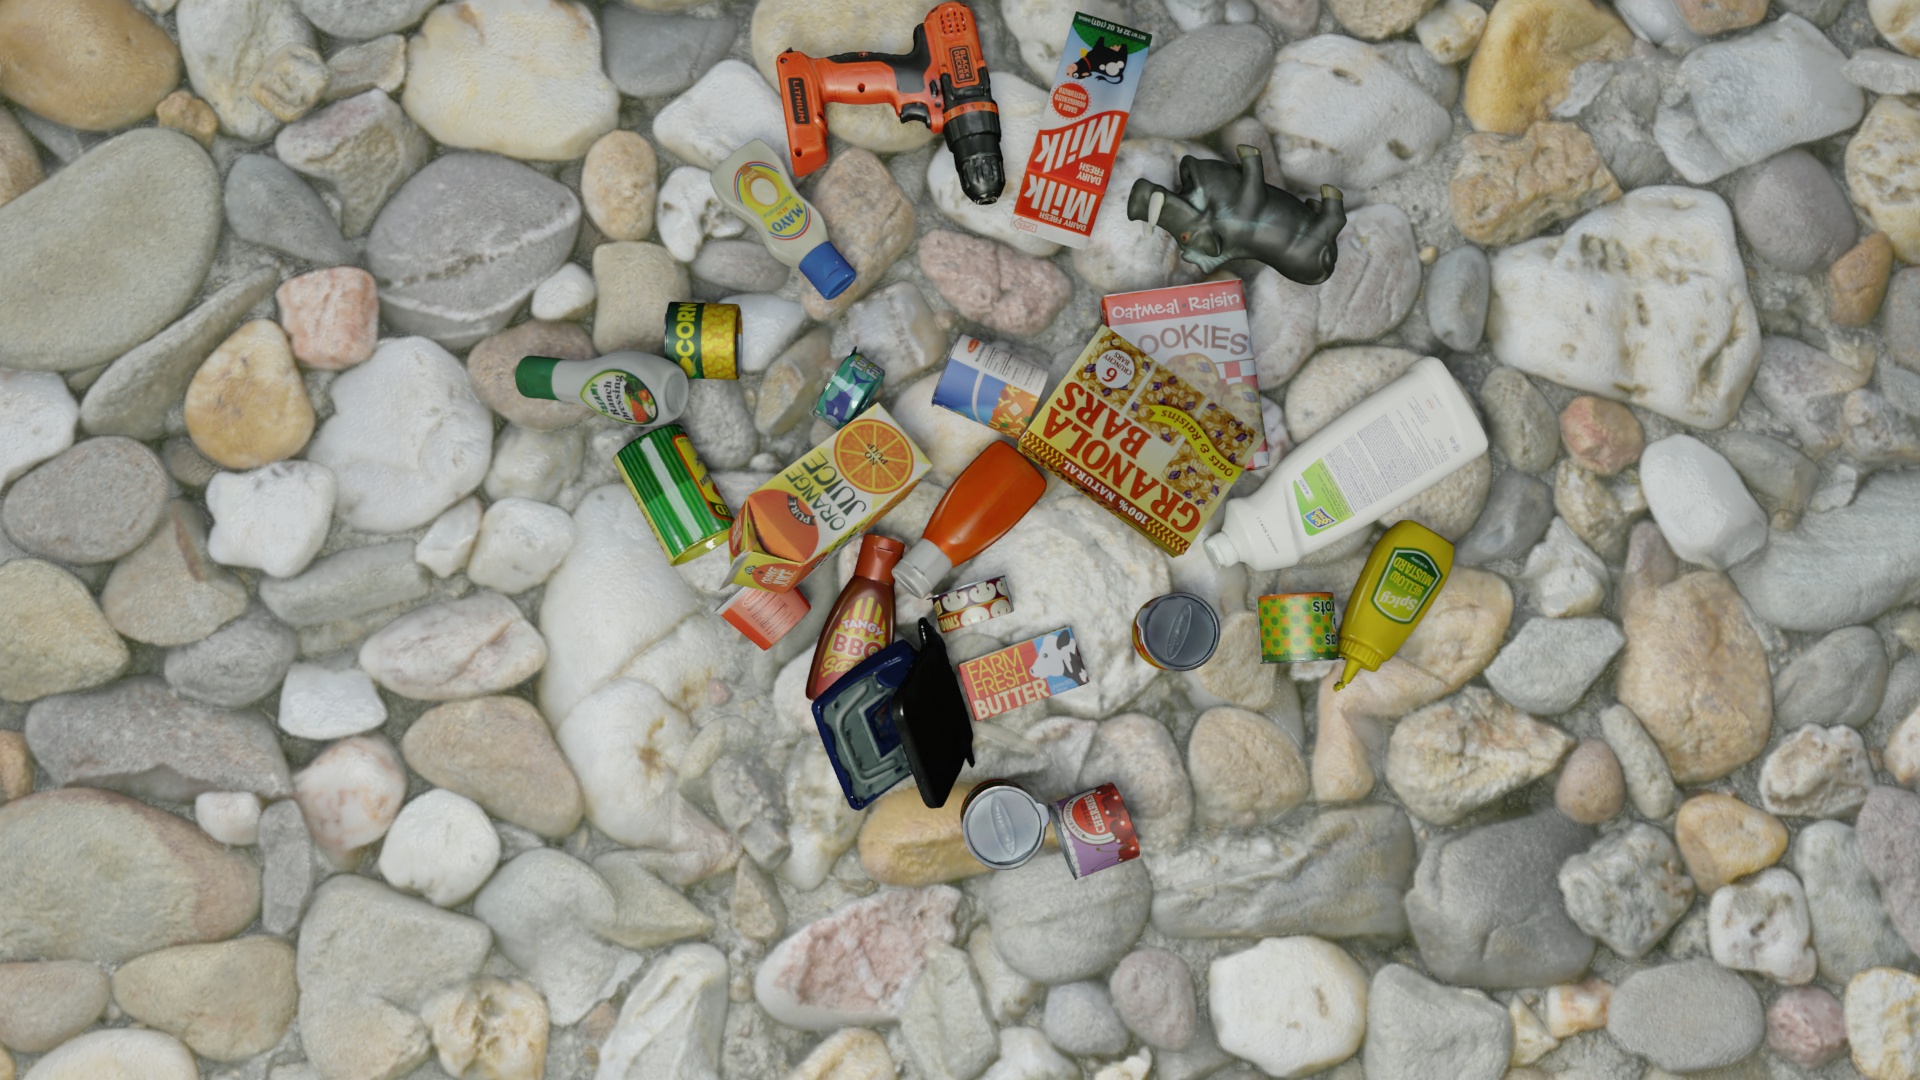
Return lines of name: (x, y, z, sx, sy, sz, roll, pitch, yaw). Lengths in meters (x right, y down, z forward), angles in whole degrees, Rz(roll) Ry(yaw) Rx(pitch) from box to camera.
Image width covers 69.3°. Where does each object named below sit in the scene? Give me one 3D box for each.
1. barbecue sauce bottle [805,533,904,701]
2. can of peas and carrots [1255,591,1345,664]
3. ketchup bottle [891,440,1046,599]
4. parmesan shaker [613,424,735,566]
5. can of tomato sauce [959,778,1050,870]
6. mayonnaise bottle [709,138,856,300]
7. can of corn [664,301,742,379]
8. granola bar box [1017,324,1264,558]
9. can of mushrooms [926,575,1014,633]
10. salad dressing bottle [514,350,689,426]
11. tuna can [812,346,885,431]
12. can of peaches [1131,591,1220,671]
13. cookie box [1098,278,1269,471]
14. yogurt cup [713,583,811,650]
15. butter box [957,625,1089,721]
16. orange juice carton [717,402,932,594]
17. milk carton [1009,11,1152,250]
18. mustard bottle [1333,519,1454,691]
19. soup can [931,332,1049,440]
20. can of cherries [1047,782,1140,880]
barbecue sauce bottle: (-0.083, 0.070, 1.177, 0.065, 0.043, 0.148, 16, 83, -9)
can of peas and carrots: (0.288, 0.074, 1.178, 0.071, 0.071, 0.059, -3, 84, -2)
ketchup bottle: (0.004, -0.015, 1.175, 0.065, 0.043, 0.149, 43, 72, 2)
parmesan shaker: (-0.239, -0.039, 1.168, 0.071, 0.071, 0.103, -29, 86, -5)
can of tomato sauce: (0.035, 0.231, 1.145, 0.071, 0.083, 0.071, 0, 85, -2)
mayonnaise bottle: (-0.150, -0.277, 1.211, 0.065, 0.041, 0.148, -40, 86, -6)
can of corn: (-0.218, -0.171, 1.183, 0.058, 0.071, 0.071, 1, 84, -3)
granola bar box: (0.150, -0.082, 1.164, 0.165, 0.039, 0.124, 35, 85, 1)
can of mushrooms: (0.008, 0.054, 1.170, 0.071, 0.071, 0.033, -16, 87, -4)
salad dressing bottle: (-0.303, -0.131, 1.169, 0.148, 0.064, 0.044, 8, 40, 19)
tuna can: (-0.093, -0.128, 1.184, 0.033, 0.071, 0.071, 33, 84, 0)
can of peaches: (0.180, 0.077, 1.179, 0.071, 0.058, 0.071, 0, 85, -2)
cookie box: (0.193, -0.137, 1.211, 0.123, 0.040, 0.167, -7, 86, -3)
yogurt cup: (-0.163, 0.055, 1.166, 0.072, 0.072, 0.054, -43, 96, -5)
butter box: (0.053, 0.114, 1.187, 0.103, 0.024, 0.053, -19, 85, -4)
orange juice carton: (-0.120, -0.024, 1.134, 0.073, 0.071, 0.193, 48, 58, 3)
milk carton: (0.103, -0.351, 1.213, 0.072, 0.073, 0.190, 17, 84, -1)
mustard bottle: (0.363, 0.062, 1.192, 0.065, 0.048, 0.160, 29, 84, 2)
soup can: (0.025, -0.130, 1.192, 0.084, 0.071, 0.071, 24, 84, 0)
can of cherries: (0.110, 0.240, 1.153, 0.058, 0.071, 0.071, -19, 85, -4)
